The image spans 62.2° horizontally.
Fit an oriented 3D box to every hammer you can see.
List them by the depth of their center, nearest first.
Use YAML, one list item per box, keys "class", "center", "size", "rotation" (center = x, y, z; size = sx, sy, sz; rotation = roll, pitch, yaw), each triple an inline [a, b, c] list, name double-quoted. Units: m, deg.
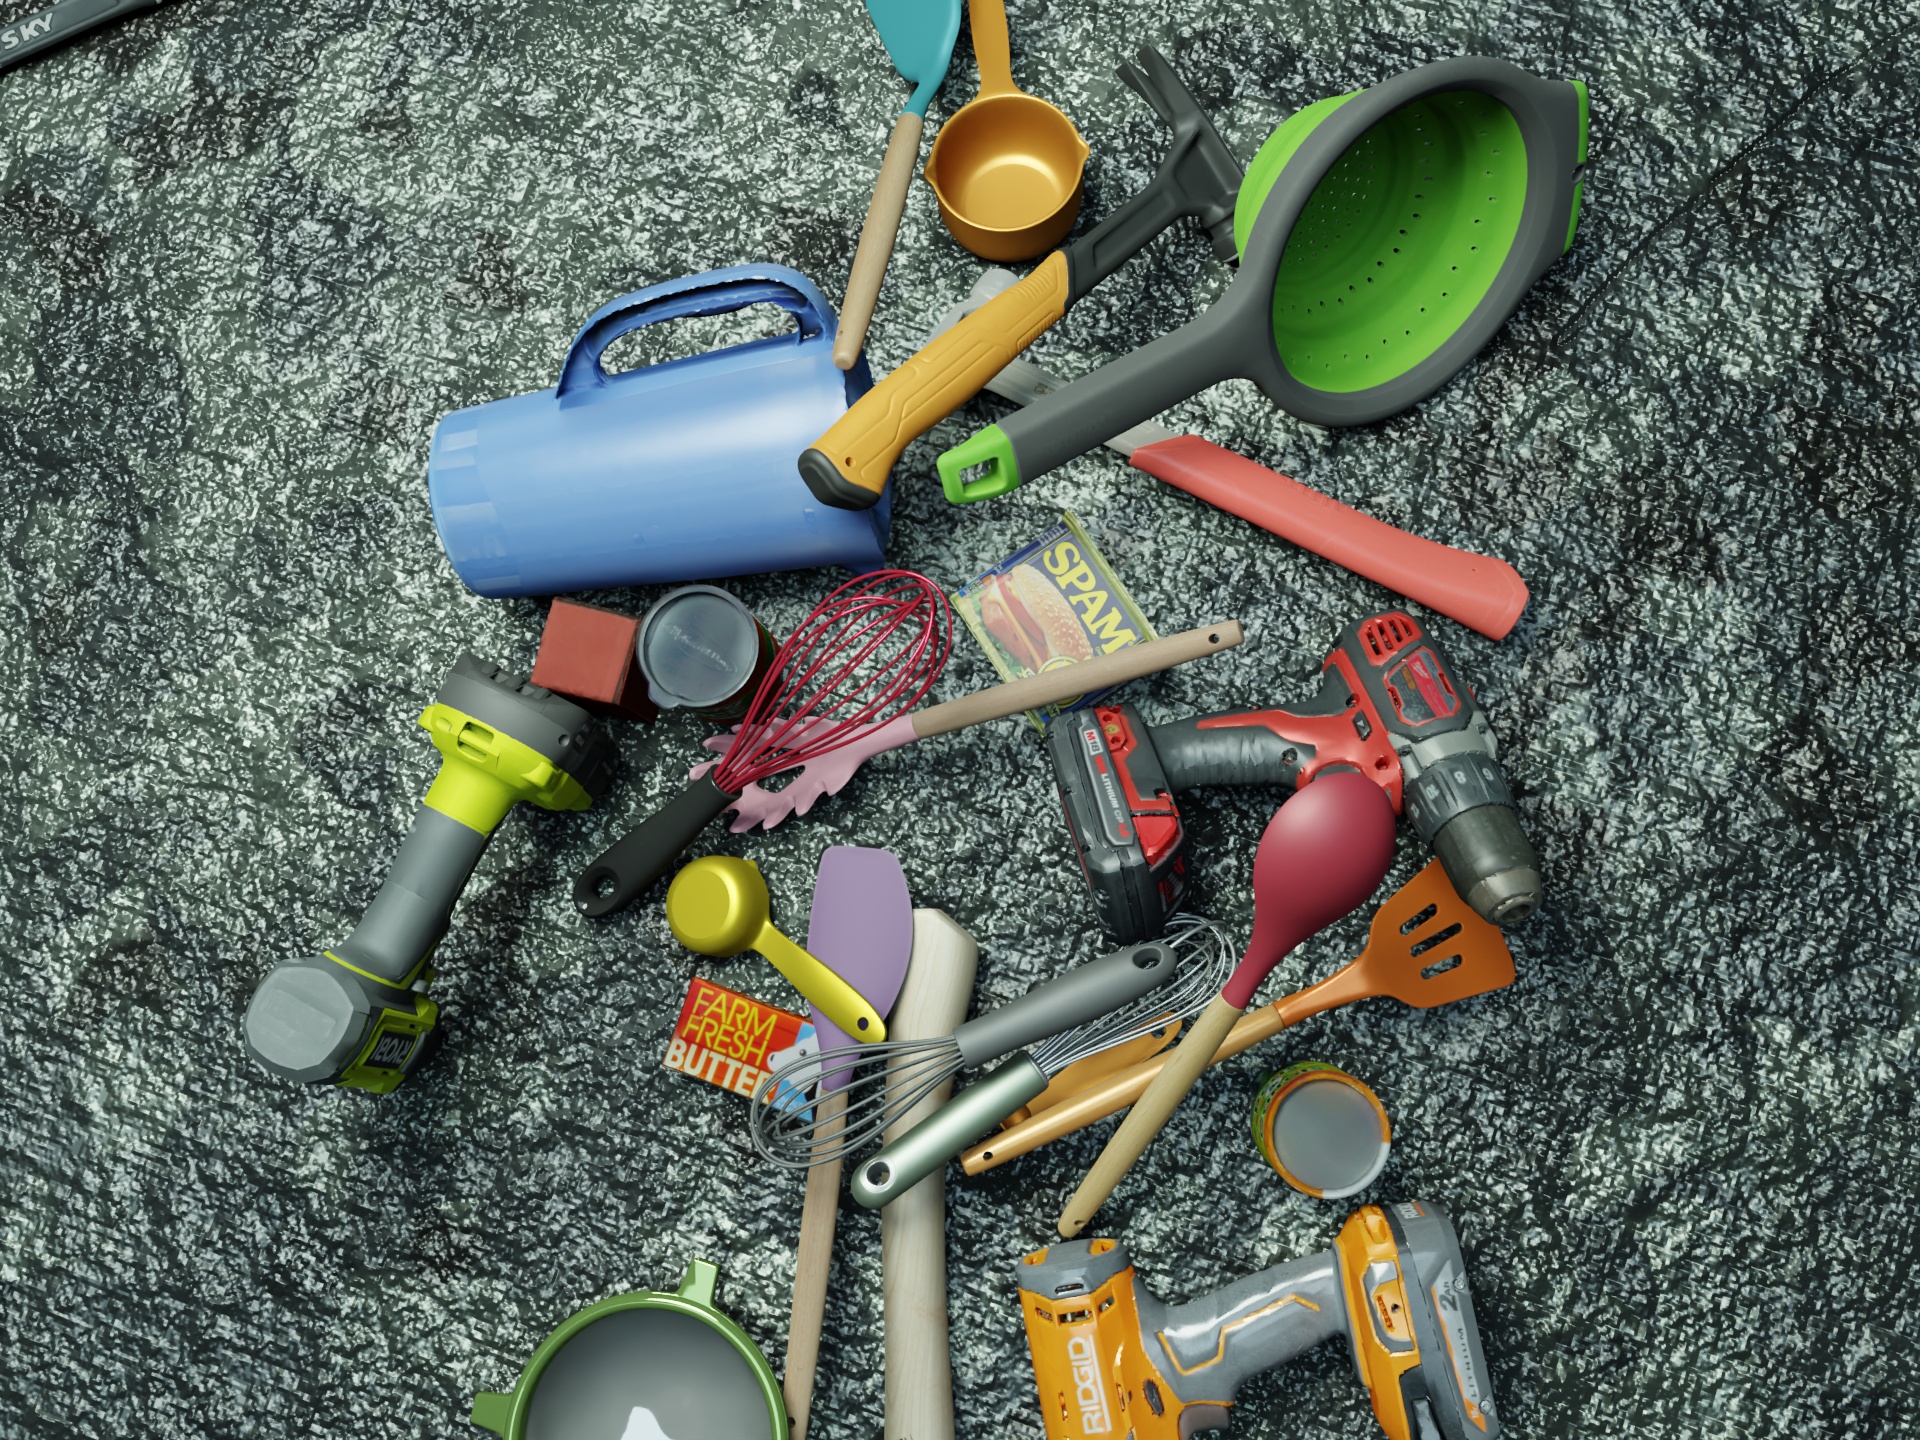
- class: "hammer"
  center: [0.034, -0.227, 0.844]
  size: [0.337, 0.034, 0.127]
  rotation: [-45, 107, -25]
- class: "hammer"
  center: [-0.034, 0.309, 0.863]
  size: [0.146, 0.038, 0.411]
  rotation: [-1, 82, 5]
- class: "hammer"
  center: [0.142, -0.130, 0.884]
  size: [0.359, 0.036, 0.149]
  rotation: [26, 55, 2]
- class: "hammer"
  center: [-0.530, -0.452, 0.990]
  size: [0.409, 0.036, 0.149]
  rotation: [-25, 81, 0]

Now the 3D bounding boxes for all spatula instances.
- class: "spatula"
  center: [-0.069, 0.226, 0.857]
  size: [0.060, 0.018, 0.316]
  rotation: [5, 81, 13]
- class: "spatula"
  center: [0.148, 0.170, 0.858]
  size: [0.322, 0.041, 0.081]
  rotation: [-25, 83, -2]
- class: "spatula"
  center: [-0.042, -0.318, 0.877]
  size: [0.044, 0.082, 0.318]
  rotation: [30, 54, -29]

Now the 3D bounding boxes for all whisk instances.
- class: "whisk"
  center: [0.001, 0.167, 0.820]
  size: [0.239, 0.055, 0.055]
  rotation: [-23, 82, -1]
- class: "whisk"
  center: [0.046, 0.181, 0.847]
  size: [0.246, 0.059, 0.058]
  rotation: [-34, 60, -10]
- class: "whisk"
  center: [-0.113, 0.021, 0.851]
  size: [0.296, 0.073, 0.073]
  rotation: [-40, 82, 24]

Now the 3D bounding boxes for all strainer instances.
- class: "strainer"
  center: [-0.131, 0.421, 0.832]
  size: [0.151, 0.069, 0.256]
  rotation: [-32, 78, -1]

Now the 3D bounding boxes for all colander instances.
- class: "colander"
  center: [0.147, -0.233, 0.853]
  size: [0.397, 0.204, 0.095]
  rotation: [-29, 49, -10]

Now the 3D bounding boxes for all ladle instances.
- class: "ladle"
  center: [0.123, 0.157, 0.798]
  size: [0.069, 0.031, 0.315]
  rotation: [18, 119, -18]

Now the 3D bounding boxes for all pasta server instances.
- class: "pasta server"
  center: [-0.001, -0.003, 0.857]
  size: [0.316, 0.040, 0.060]
  rotation: [-16, 93, 21]

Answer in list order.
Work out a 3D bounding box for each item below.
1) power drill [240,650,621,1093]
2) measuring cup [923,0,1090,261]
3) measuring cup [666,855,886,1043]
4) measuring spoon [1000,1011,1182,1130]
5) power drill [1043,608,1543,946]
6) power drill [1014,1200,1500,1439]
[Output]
- class: "power drill"
  center: [-0.275, 0.089, 0.848]
  size: [0.080, 0.171, 0.223]
  rotation: [26, 77, 6]
- class: "measuring cup"
  center: [0.024, -0.352, 0.936]
  size: [0.095, 0.052, 0.174]
  rotation: [-7, 75, 4]
- class: "measuring cup"
  center: [-0.102, 0.128, 0.866]
  size: [0.157, 0.029, 0.062]
  rotation: [34, 95, 28]
- class: "measuring spoon"
  center: [0.072, 0.195, 0.885]
  size: [0.117, 0.011, 0.021]
  rotation: [-30, 82, -4]
- class: "power drill"
  center: [0.173, 0.045, 0.830]
  size: [0.226, 0.080, 0.188]
  rotation: [-16, 51, 0]
- class: "power drill"
  center: [0.153, 0.344, 0.826]
  size: [0.226, 0.084, 0.164]
  rotation: [-11, 83, 6]
